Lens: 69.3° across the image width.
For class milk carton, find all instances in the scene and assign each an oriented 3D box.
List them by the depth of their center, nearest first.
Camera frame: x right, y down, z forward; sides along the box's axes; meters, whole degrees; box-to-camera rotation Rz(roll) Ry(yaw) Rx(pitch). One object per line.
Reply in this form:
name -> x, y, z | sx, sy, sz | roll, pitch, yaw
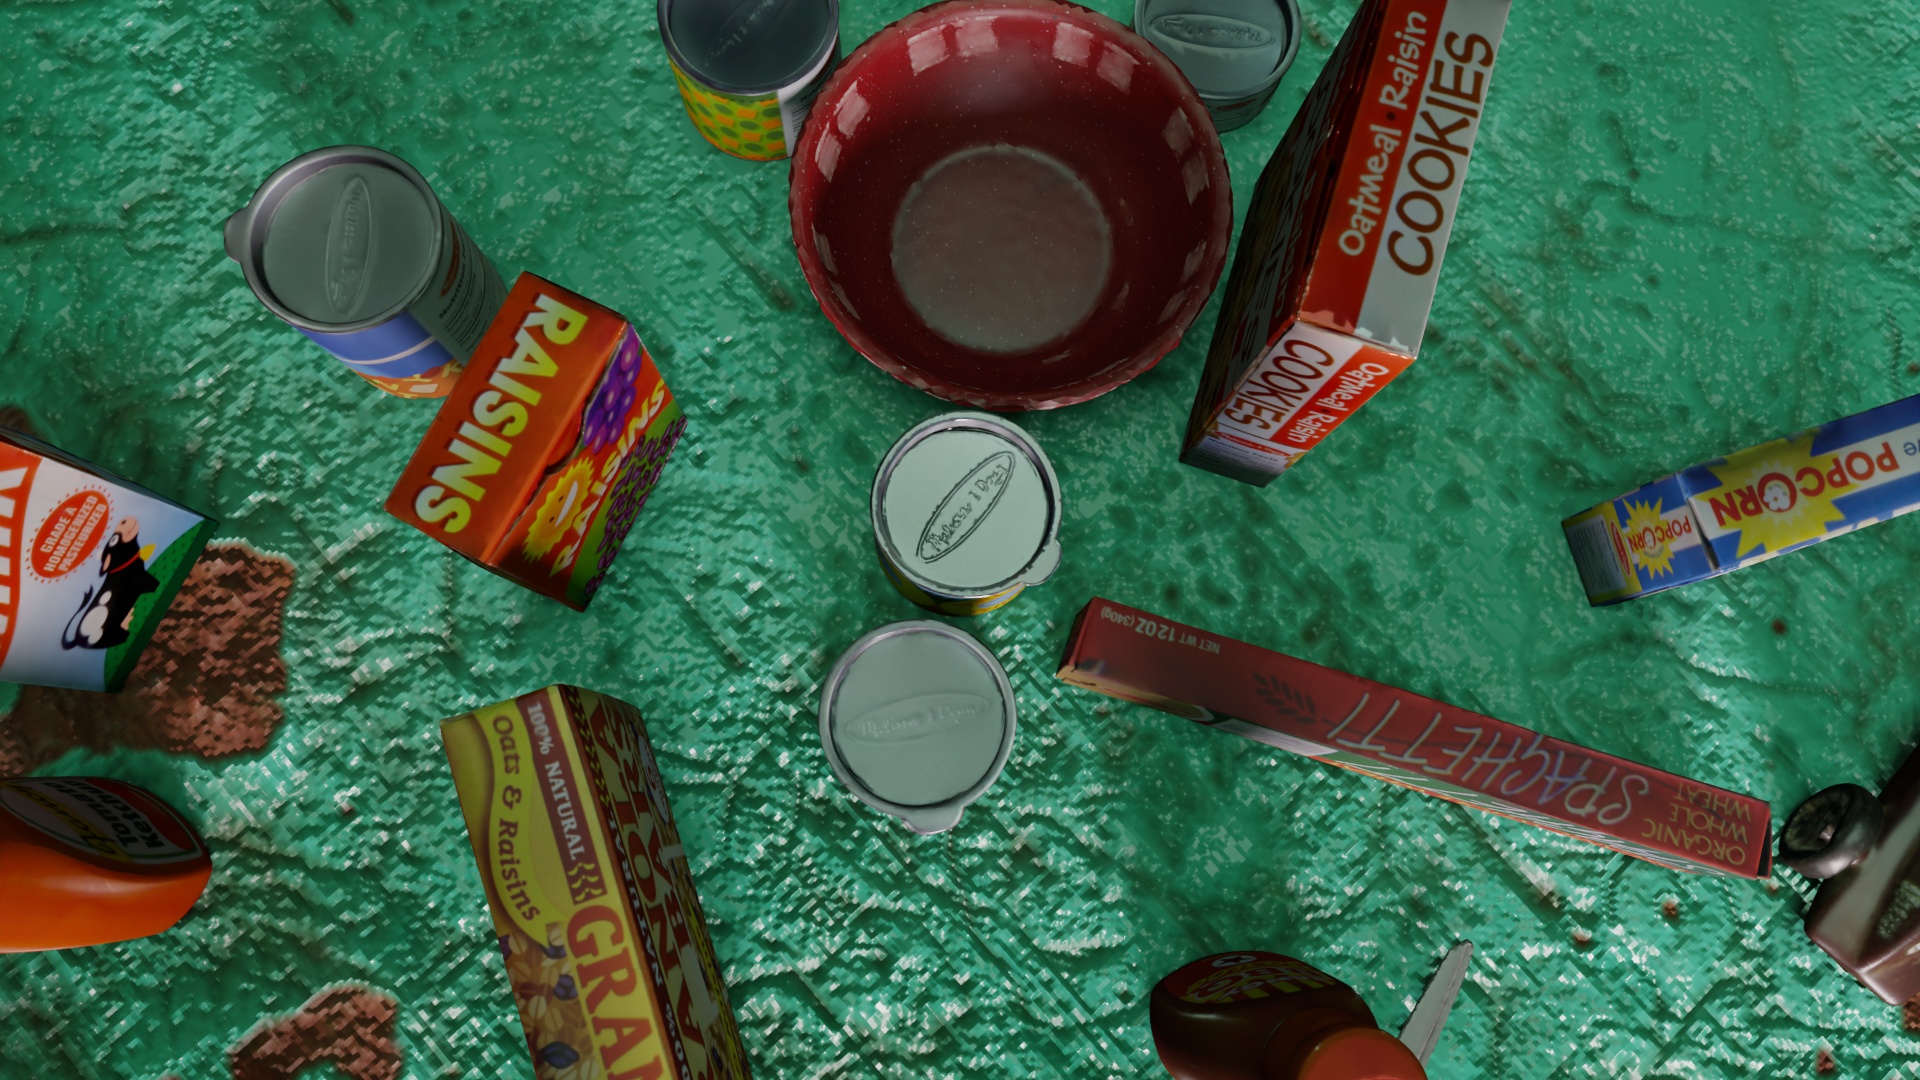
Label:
milk carton -> -0.317, -0.005, 0.420 | 0.072, 0.190, 0.073 | 25, 80, 2

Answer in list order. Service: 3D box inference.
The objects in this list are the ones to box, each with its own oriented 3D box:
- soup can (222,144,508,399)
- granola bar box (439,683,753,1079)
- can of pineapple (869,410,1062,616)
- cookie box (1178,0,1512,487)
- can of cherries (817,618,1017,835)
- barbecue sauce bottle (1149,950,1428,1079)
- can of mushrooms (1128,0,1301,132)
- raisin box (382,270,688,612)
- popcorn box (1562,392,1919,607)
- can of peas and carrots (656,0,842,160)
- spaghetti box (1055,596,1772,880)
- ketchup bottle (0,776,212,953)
soup can -> -0.207, -0.093, 0.496 | 0.071, 0.083, 0.071 | 0, 80, -2
granola bar box -> -0.105, 0.132, 0.437 | 0.039, 0.124, 0.165 | -18, 81, -5
can of pineapple -> 0.002, -0.006, 0.502 | 0.071, 0.057, 0.071 | 0, 80, -2
cookie box -> 0.121, -0.097, 0.469 | 0.040, 0.167, 0.123 | 17, 79, 1
can of cherries -> -0.015, 0.066, 0.487 | 0.071, 0.058, 0.071 | 0, 80, -2
barbecue sauce bottle -> 0.101, 0.158, 0.429 | 0.065, 0.148, 0.044 | -9, 80, -4
can of mushrooms -> 0.100, -0.202, 0.556 | 0.071, 0.033, 0.071 | 0, 79, -2
raisin box -> -0.136, -0.027, 0.467 | 0.040, 0.123, 0.086 | 27, 80, 3
popcorn box -> 0.299, -0.016, 0.503 | 0.127, 0.085, 0.038 | -17, 81, -5
can of peas and carrots -> -0.080, -0.189, 0.533 | 0.071, 0.058, 0.071 | 0, 80, -2
spaghetti box -> 0.158, 0.072, 0.498 | 0.250, 0.050, 0.029 | 17, 80, 1
ketchup bottle -> -0.293, 0.099, 0.423 | 0.065, 0.148, 0.043 | 34, 80, 4
